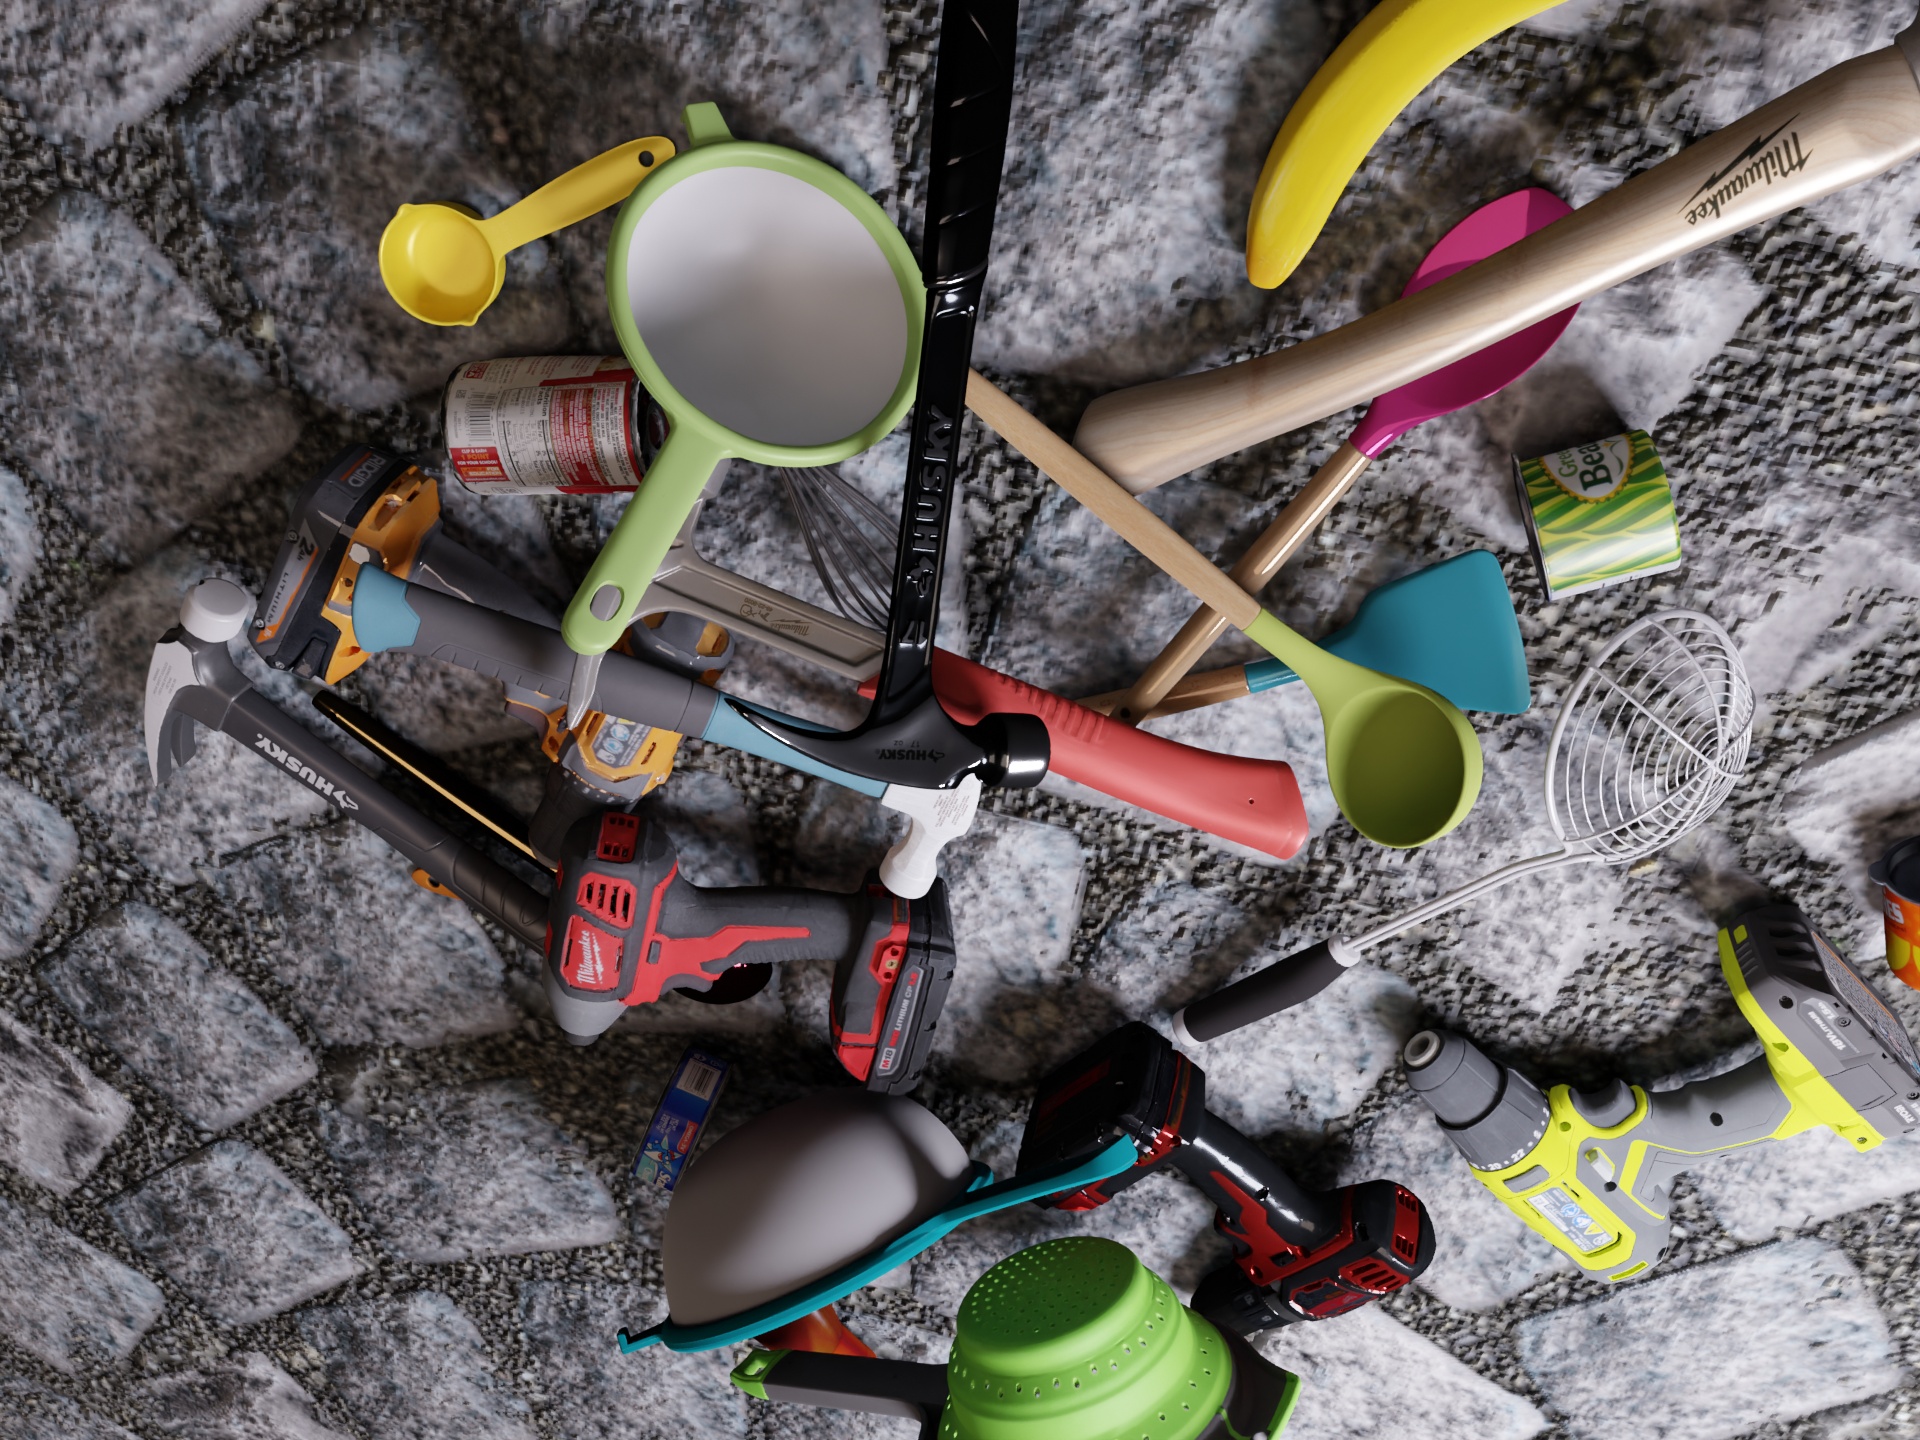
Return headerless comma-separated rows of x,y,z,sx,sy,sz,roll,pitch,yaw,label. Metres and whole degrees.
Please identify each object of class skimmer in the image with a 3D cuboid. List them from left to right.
0.245,0.072,0.841,0.127,0.090,0.363,22,137,-34,skimmer

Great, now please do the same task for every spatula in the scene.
0.120,-0.014,0.813,0.317,0.044,0.082,-13,104,19,spatula

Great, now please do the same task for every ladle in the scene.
-0.248,0.078,0.946,0.315,0.031,0.069,36,121,-8,ladle
0.111,-0.057,0.734,0.320,0.062,0.078,38,131,-6,ladle

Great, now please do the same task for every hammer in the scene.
-0.326,0.067,0.929,0.334,0.035,0.146,37,126,-7,hammer
-0.141,-0.006,0.805,0.330,0.033,0.128,19,118,-18,hammer
-0.010,-0.170,0.674,0.149,0.036,0.409,2,101,-25,hammer
-0.001,-0.002,0.768,0.359,0.037,0.149,22,91,-8,hammer
0.235,-0.174,0.678,0.410,0.038,0.146,-22,92,26,hammer

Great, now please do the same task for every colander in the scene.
-0.002,0.374,0.951,0.397,0.204,0.094,-11,102,37,colander

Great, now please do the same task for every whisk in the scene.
-0.088,-0.130,0.787,0.055,0.055,0.239,-32,105,25,whisk

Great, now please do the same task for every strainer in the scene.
-0.114,-0.134,0.707,0.151,0.256,0.069,31,159,-18,strainer
-0.050,0.249,0.896,0.340,0.211,0.095,-30,84,37,strainer

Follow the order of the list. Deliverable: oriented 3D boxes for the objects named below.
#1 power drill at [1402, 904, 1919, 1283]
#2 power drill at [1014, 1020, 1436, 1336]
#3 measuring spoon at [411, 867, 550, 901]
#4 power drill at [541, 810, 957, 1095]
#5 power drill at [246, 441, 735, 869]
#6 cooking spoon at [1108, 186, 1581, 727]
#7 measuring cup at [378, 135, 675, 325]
0.377,0.199,0.867,0.190,0.080,0.228,43,121,-14,power drill
0.144,0.294,0.959,0.226,0.080,0.188,34,133,-12,power drill
-0.283,0.111,0.978,0.117,0.011,0.021,14,121,3,measuring spoon
-0.123,0.136,0.892,0.219,0.079,0.143,12,117,-11,power drill
-0.258,-0.024,0.861,0.226,0.084,0.185,28,121,-11,power drill
0.170,-0.108,0.748,0.069,0.017,0.318,44,114,10,cooking spoon
-0.204,-0.242,0.763,0.156,0.029,0.062,-23,113,9,measuring cup
